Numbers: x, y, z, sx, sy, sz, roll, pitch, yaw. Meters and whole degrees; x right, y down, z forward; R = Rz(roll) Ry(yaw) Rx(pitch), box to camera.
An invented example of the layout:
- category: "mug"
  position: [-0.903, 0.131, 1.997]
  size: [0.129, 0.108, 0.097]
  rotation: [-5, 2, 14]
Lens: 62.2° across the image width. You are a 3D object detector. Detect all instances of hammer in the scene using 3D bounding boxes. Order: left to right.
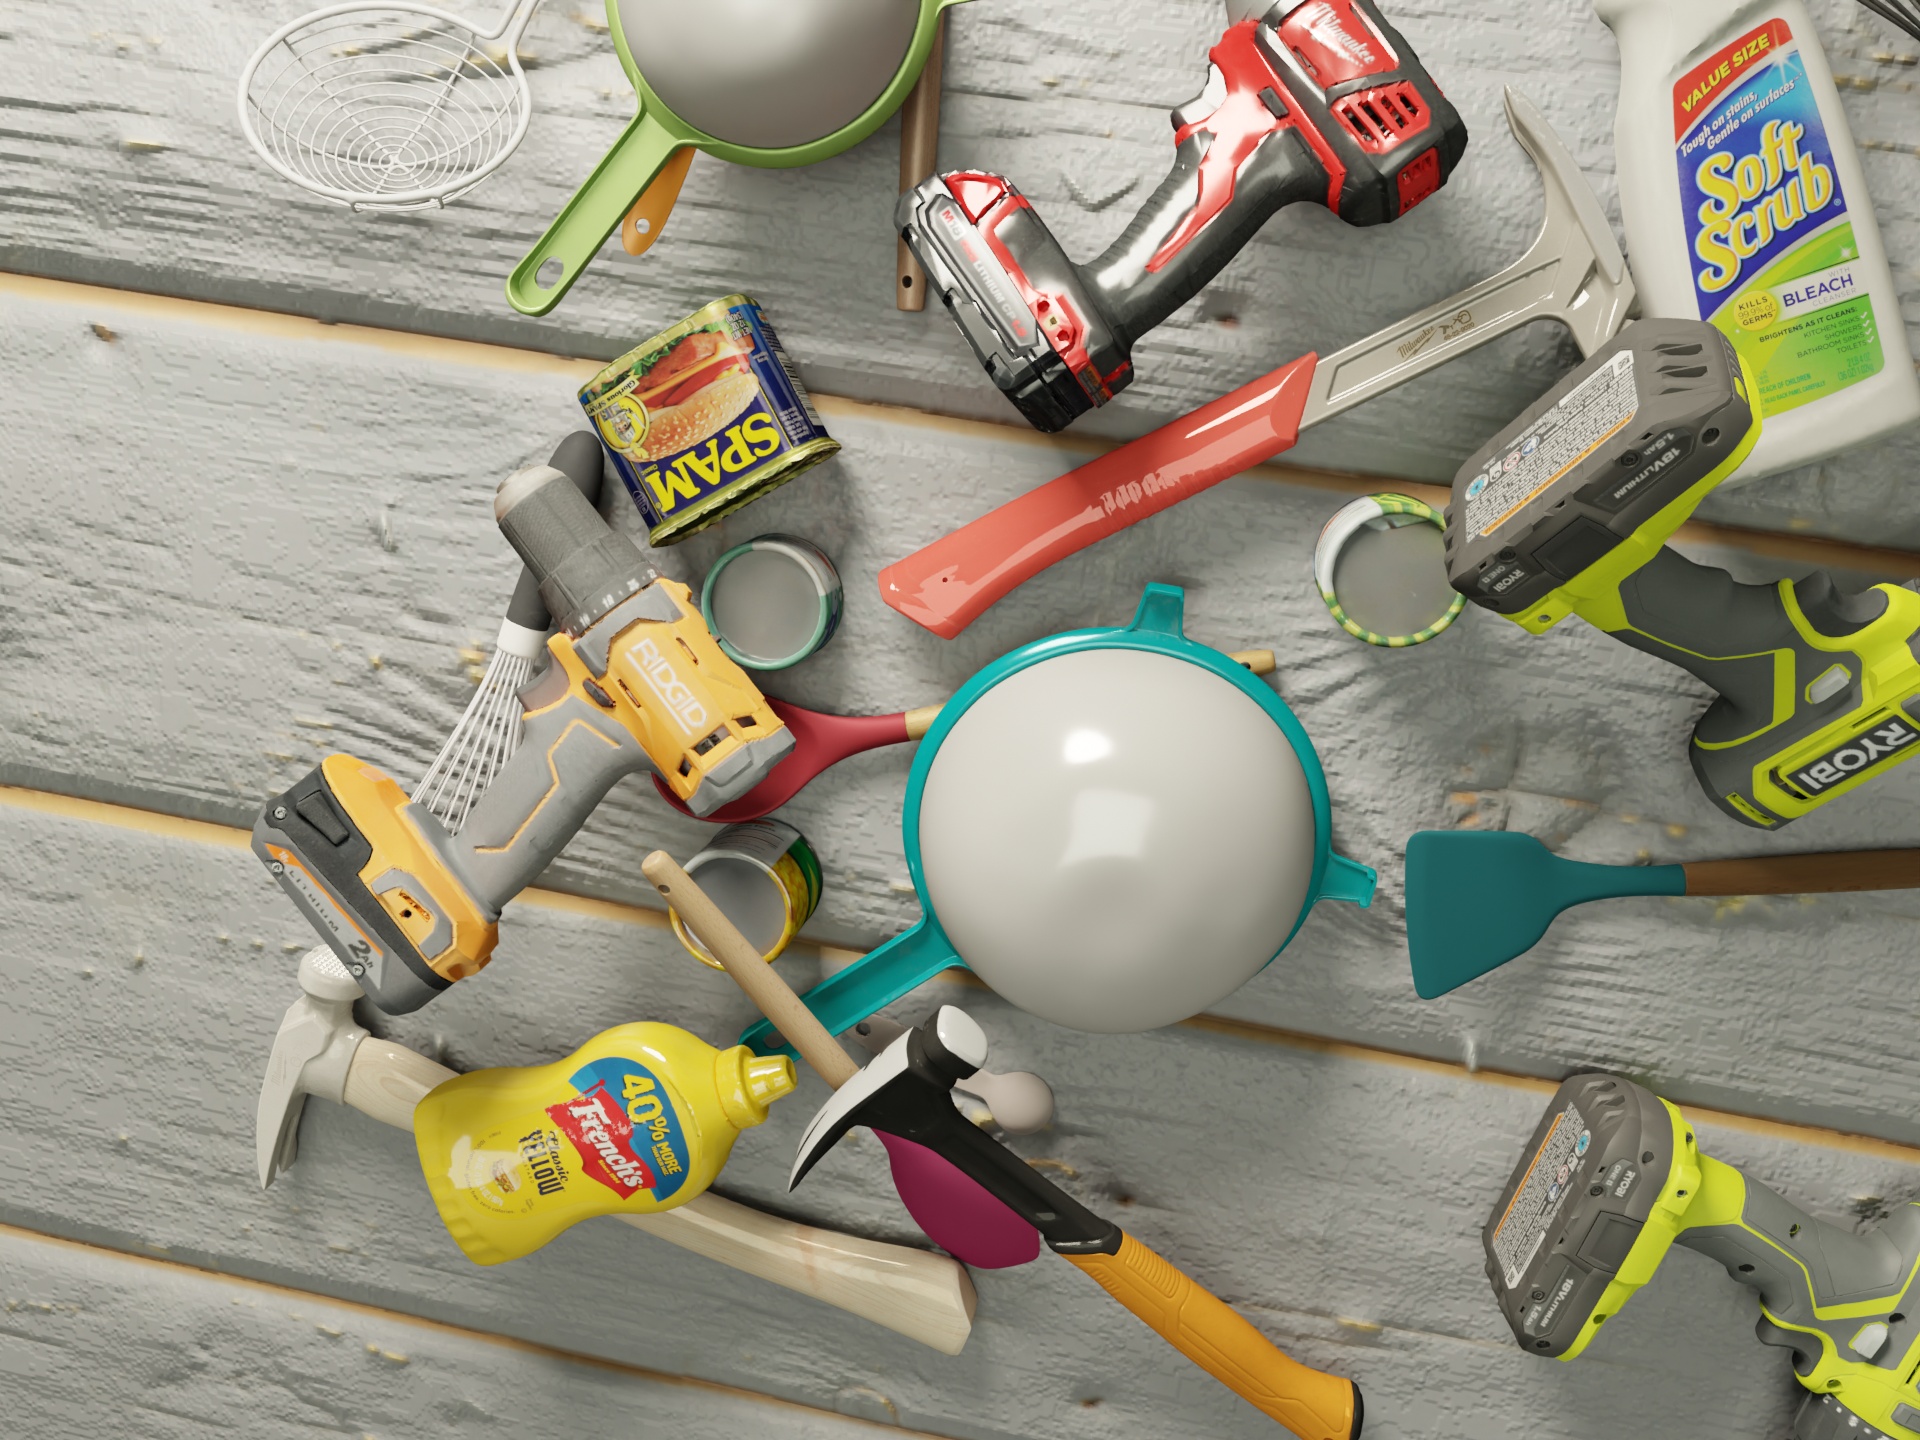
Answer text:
- category: "hammer"
  position: [-0.190, 0.264, 0.876]
  size: [0.410, 0.038, 0.146]
  rotation: [22, 106, 3]
- category: "hammer"
  position: [0.074, 0.278, 0.803]
  size: [0.336, 0.034, 0.127]
  rotation: [40, 115, -15]
- category: "hammer"
  position: [0.120, -0.140, 0.732]
  size: [0.359, 0.036, 0.149]
  rotation: [-24, 82, 16]

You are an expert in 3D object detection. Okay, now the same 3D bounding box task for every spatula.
- category: "spatula"
  position: [0.369, 0.078, 0.745]
  size: [0.317, 0.044, 0.082]
  rotation: [-5, 98, 9]

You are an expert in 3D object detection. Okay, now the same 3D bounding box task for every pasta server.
- category: "pasta server"
  position: [-0.017, -0.347, 0.715]
  size: [0.060, 0.040, 0.316]
  rotation: [9, 105, 19]

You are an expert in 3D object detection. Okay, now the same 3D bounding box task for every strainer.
- category: "strainer"
  position: [-0.121, -0.275, 0.675]
  size: [0.151, 0.069, 0.256]
  rotation: [42, 103, -2]
- category: "strainer"
  position: [0.021, 0.102, 0.765]
  size: [0.340, 0.095, 0.211]
  rotation: [-33, 104, 14]

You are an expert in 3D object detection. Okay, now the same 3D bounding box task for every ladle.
- category: "ladle"
  position: [-0.001, -0.003, 0.794]
  size: [0.315, 0.031, 0.069]
  rotation: [-10, 103, 9]

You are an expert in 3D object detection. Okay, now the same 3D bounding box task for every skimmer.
- category: "skimmer"
  position: [-0.177, -0.378, 0.704]
  size: [0.127, 0.090, 0.363]
  rotation: [46, 104, 14]

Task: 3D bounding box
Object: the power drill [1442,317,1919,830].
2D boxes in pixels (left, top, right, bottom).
- category: "power drill"
  position: [0.329, -0.058, 0.655]
  size: [0.223, 0.080, 0.171]
  rotation: [31, 135, -16]

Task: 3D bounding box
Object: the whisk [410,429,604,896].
- category: "whisk"
  position: [-0.233, -0.012, 0.815]
  size: [0.070, 0.070, 0.284]
  rotation: [22, 99, 3]

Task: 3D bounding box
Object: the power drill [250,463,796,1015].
- category: "power drill"
  position: [-0.219, 0.006, 0.754]
  size: [0.226, 0.084, 0.185]
  rotation: [-37, 94, -2]

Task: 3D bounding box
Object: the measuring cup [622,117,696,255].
- category: "measuring cup"
  position: [-0.110, -0.295, 0.734]
  size: [0.095, 0.052, 0.173]
  rotation: [29, 107, 2]

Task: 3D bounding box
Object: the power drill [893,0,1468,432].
- category: "power drill"
  position: [0.090, -0.238, 0.693]
  size: [0.219, 0.078, 0.143]
  rotation: [-33, 77, 11]

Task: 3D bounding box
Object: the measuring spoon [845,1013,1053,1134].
- category: "measuring spoon"
  position: [-0.010, 0.185, 0.839]
  size: [0.124, 0.018, 0.034]
  rotation: [25, 105, 4]

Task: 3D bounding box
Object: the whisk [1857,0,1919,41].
- category: "whisk"
  position: [0.403, -0.277, 0.650]
  size: [0.055, 0.055, 0.238]
  rotation: [-41, 106, 15]

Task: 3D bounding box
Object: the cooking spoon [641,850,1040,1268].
- category: "cooking spoon"
  position: [-0.057, 0.180, 0.795]
  size: [0.069, 0.017, 0.318]
  rotation: [-22, 118, 28]

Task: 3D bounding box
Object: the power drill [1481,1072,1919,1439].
- category: "power drill"
  position: [0.381, 0.286, 0.773]
  size: [0.228, 0.080, 0.190]
  rotation: [22, 104, 1]
